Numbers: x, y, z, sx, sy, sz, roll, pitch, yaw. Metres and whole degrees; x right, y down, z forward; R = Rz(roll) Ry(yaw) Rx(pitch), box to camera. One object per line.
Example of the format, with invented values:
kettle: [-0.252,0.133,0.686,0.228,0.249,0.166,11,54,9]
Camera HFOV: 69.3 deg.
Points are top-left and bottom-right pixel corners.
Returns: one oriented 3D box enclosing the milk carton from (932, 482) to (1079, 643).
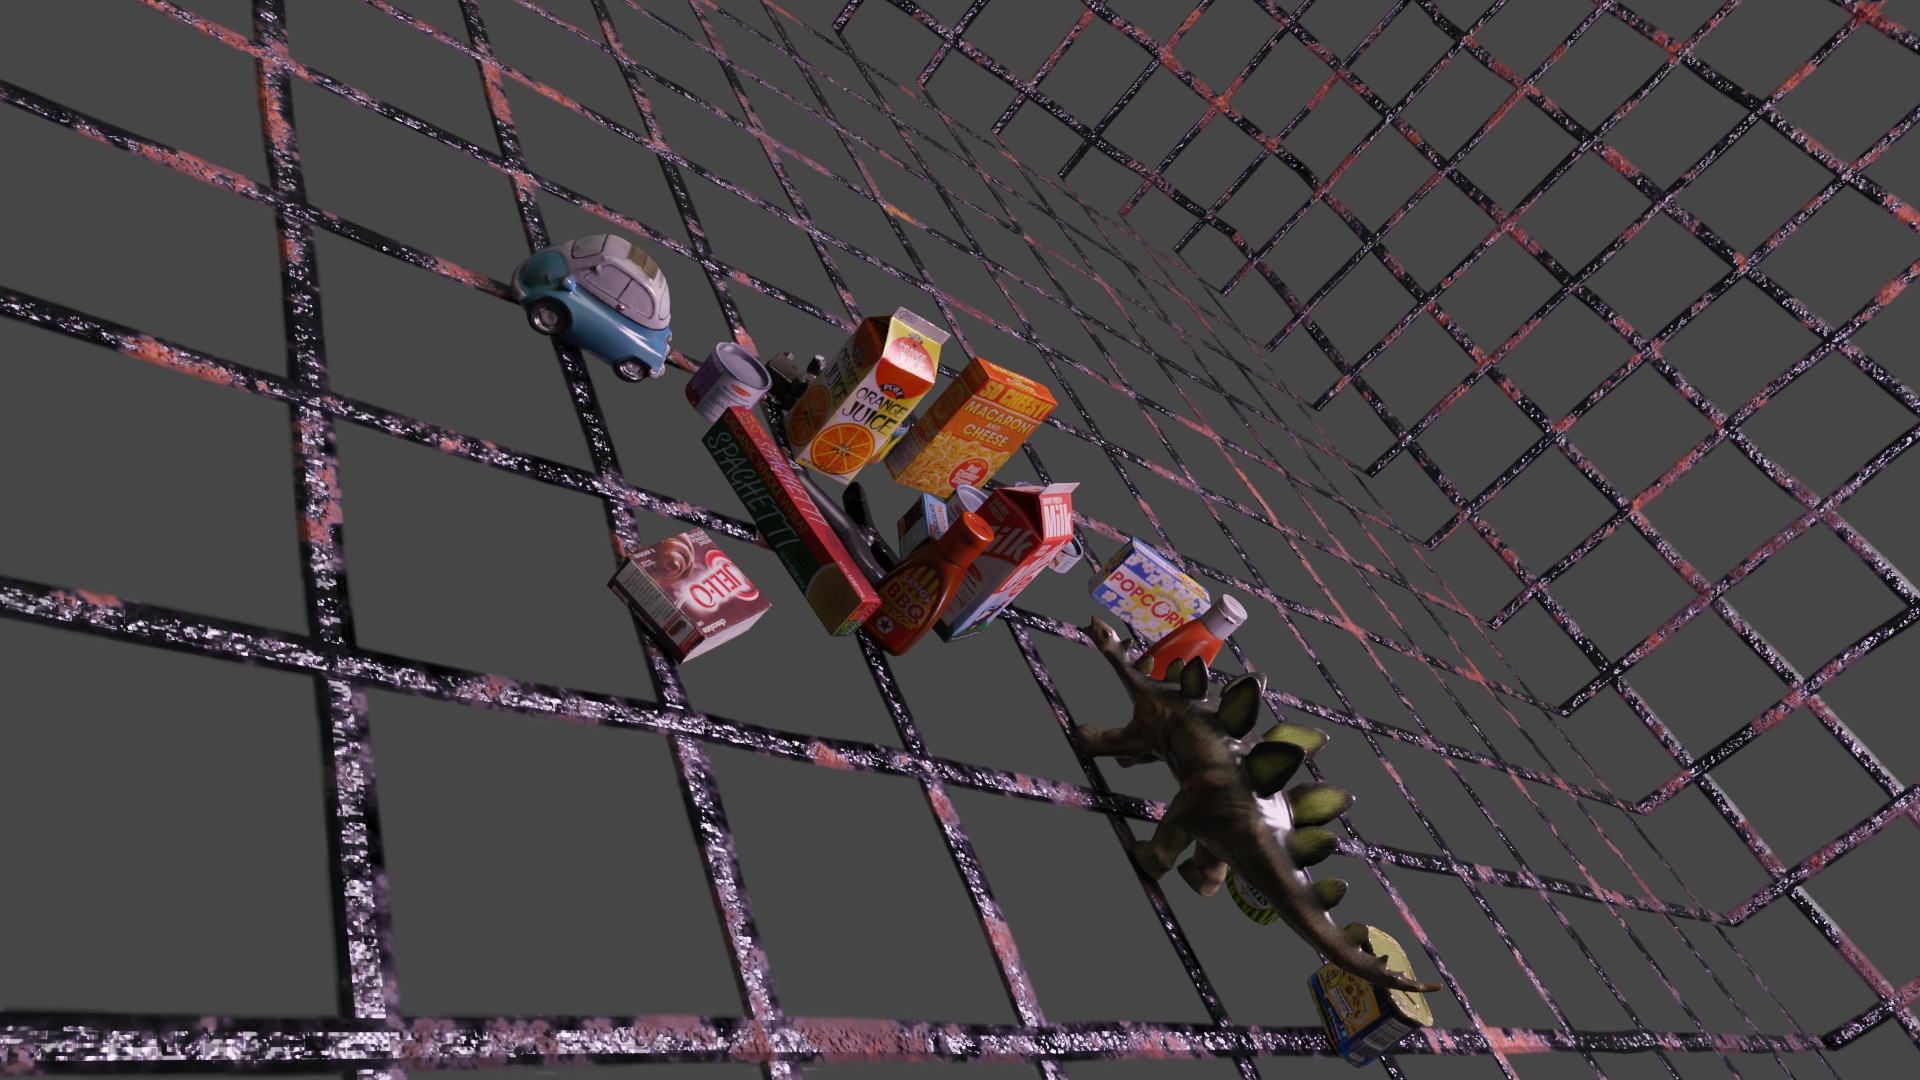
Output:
milk carton: [0.039,0.009,1.357,0.073,0.190,0.072,50,24,16]

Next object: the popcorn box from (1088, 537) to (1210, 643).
popcorn box: [0.230,0.065,1.696,0.126,0.085,0.038,35,24,-17]

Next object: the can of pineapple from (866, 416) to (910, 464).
can of pineapple: [-0.099,-0.126,1.537,0.071,0.057,0.071,35,24,-18]

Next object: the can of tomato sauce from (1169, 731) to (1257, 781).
can of tomato sauce: [0.272,0.228,1.486,0.071,0.082,0.071,35,24,-18]

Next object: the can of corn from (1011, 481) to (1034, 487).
can of corn: [0.070,-0.028,1.636,0.071,0.058,0.071,35,24,-18]

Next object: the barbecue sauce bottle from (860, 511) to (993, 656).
barbecue sauce bottle: [-0.030,0.036,1.257,0.065,0.148,0.044,45,23,4]

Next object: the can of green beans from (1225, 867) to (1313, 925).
can of green beans: [0.307,0.340,1.383,0.071,0.057,0.071,35,24,-18]

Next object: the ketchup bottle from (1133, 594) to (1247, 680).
ketchup bottle: [0.258,0.123,1.560,0.064,0.148,0.044,37,24,-14]

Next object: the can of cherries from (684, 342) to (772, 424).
can of cherries: [-0.231,-0.154,1.378,0.071,0.058,0.072,35,24,-18]

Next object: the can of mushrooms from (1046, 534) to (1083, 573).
can of mushrooms: [0.112,0.004,1.678,0.071,0.033,0.071,35,25,-18]

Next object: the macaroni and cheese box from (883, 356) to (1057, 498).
macaroni and cheese box: [0.011,-0.122,1.567,0.124,0.166,0.040,16,35,-47]

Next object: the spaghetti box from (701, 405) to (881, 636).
spaghetti box: [-0.159,-0.021,1.275,0.029,0.050,0.251,4,44,-56]

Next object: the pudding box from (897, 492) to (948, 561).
pudding box: [-0.038,-0.006,1.439,0.030,0.049,0.084,32,26,-24]

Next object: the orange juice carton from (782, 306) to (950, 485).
orange juice carton: [-0.094,-0.156,1.425,0.072,0.192,0.073,25,29,-37]

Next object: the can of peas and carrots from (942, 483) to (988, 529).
can of peas and carrots: [0.005,-0.019,1.518,0.071,0.058,0.071,35,24,-18]
